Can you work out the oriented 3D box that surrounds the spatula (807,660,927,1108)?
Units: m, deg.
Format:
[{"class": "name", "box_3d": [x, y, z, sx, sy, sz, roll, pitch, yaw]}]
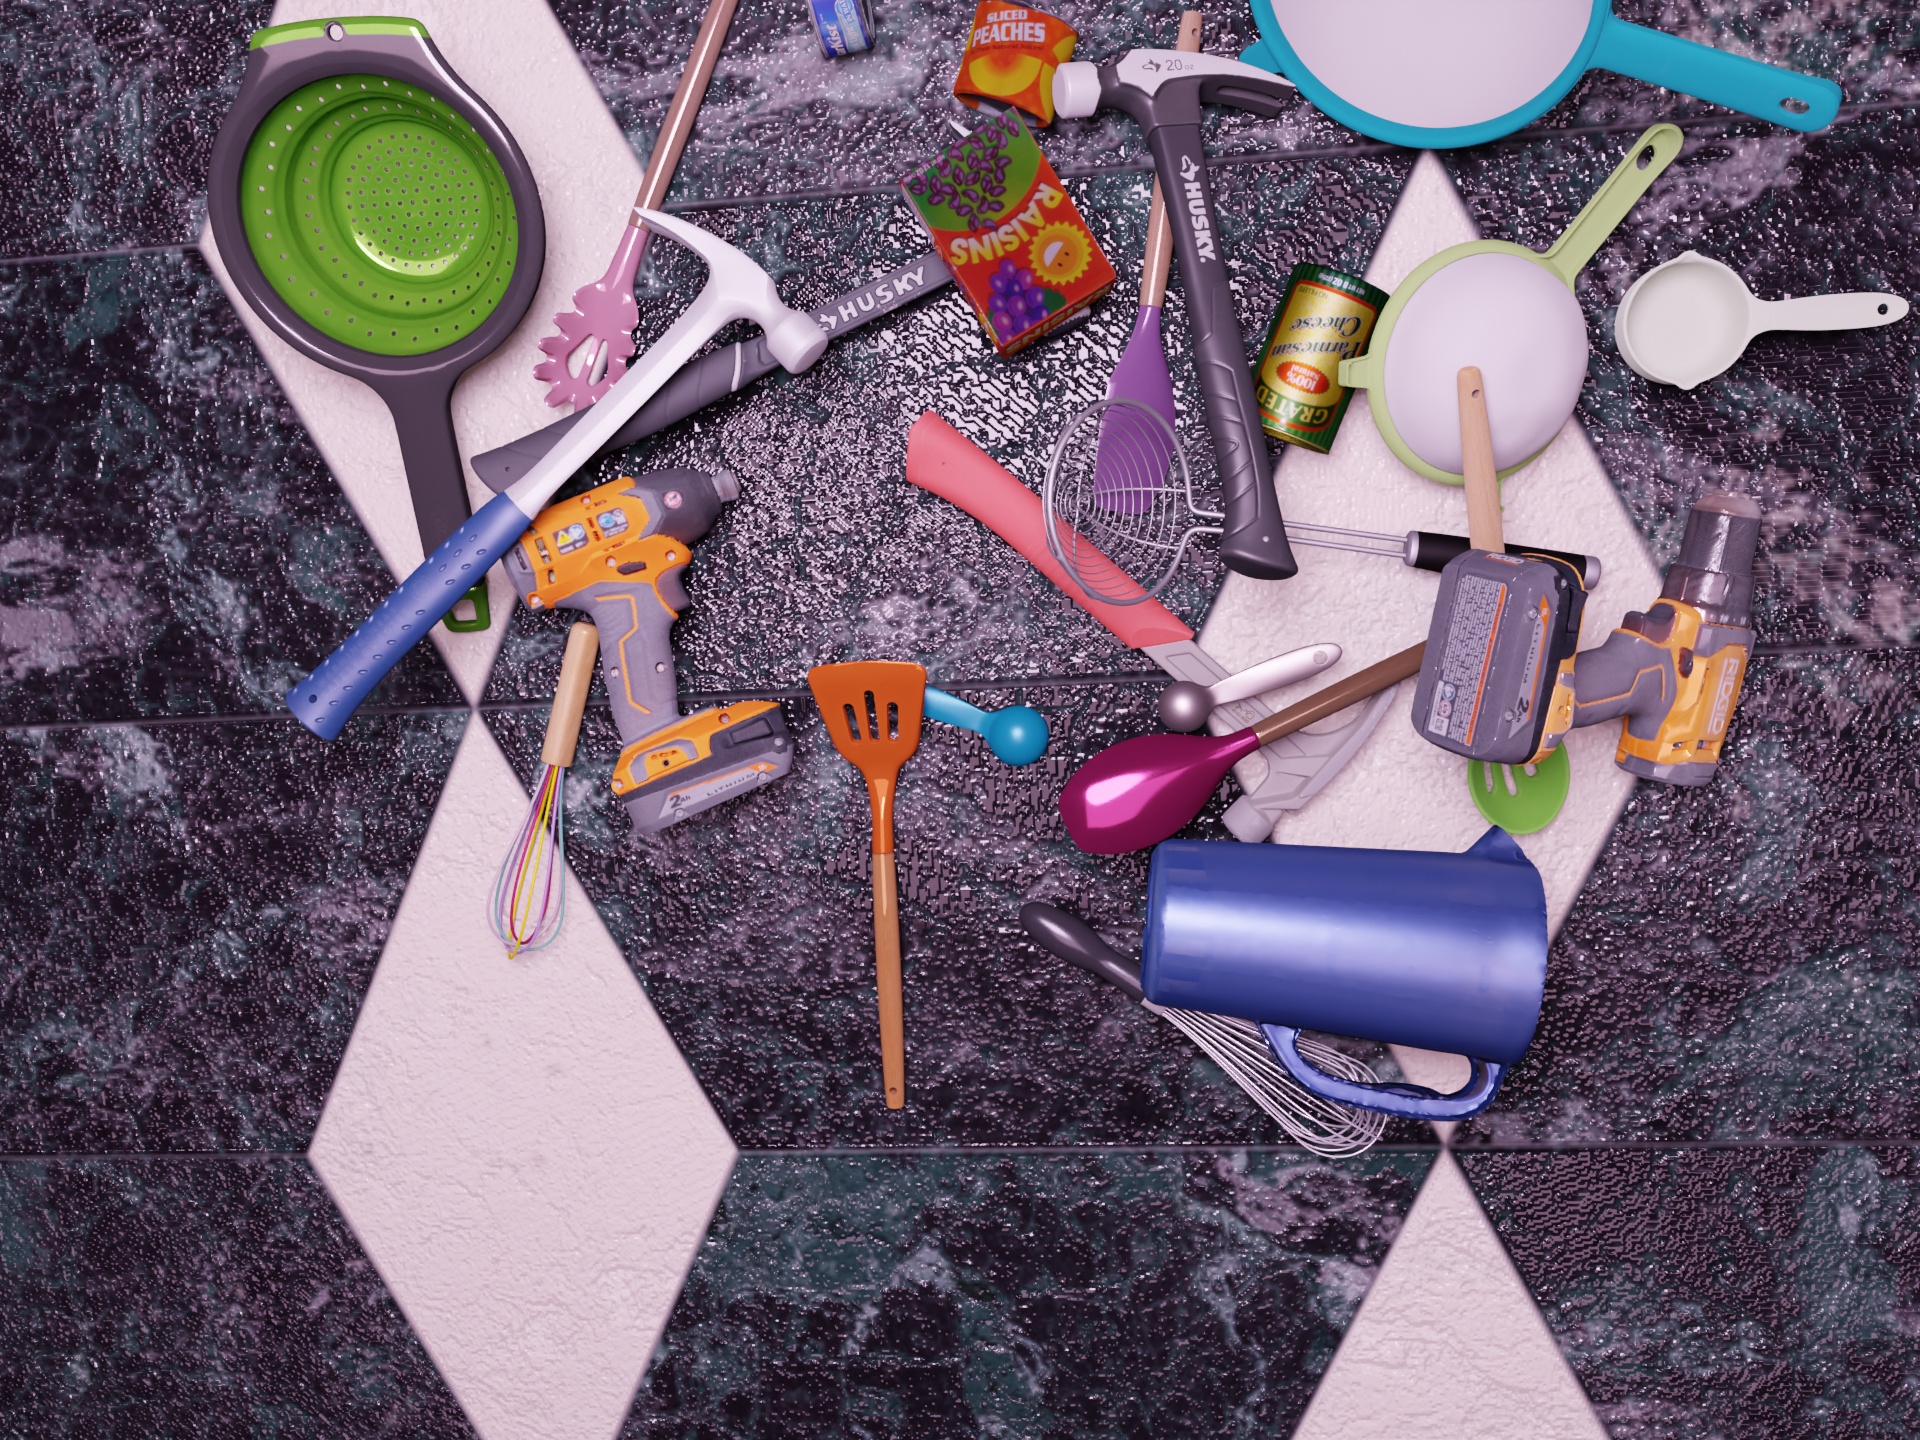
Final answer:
[{"class": "spatula", "box_3d": [-0.054, 0.116, 1.096, 0.081, 0.041, 0.322, -2, 99, 6]}]

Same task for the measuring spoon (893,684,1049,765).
[{"class": "measuring spoon", "box_3d": [-0.002, -0.003, 1.081, 0.128, 0.021, 0.042, 21, 100, 2]}]

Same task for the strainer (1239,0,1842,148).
[{"class": "strainer", "box_3d": [0.336, -0.423, 0.908, 0.340, 0.210, 0.095, 24, 62, 12]}]

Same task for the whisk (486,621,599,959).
[{"class": "whisk", "box_3d": [-0.286, 0.052, 1.114, 0.051, 0.047, 0.245, 15, 96, 5]}]

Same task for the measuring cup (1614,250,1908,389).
[{"class": "measuring cup", "box_3d": [0.491, -0.248, 0.983, 0.167, 0.038, 0.083, -2, 98, 5]}]

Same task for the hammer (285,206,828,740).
[{"class": "hammer", "box_3d": [-0.275, -0.148, 1.005, 0.405, 0.035, 0.144, -44, 85, 2]}]

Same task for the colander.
[{"class": "colander", "box_3d": [-0.360, -0.256, 1.064, 0.204, 0.095, 0.396, -5, 116, -1]}]

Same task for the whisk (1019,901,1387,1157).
[{"class": "whisk", "box_3d": [0.162, 0.204, 1.080, 0.284, 0.070, 0.070, 32, 101, 7]}]

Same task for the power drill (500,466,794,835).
[{"class": "power drill", "box_3d": [-0.191, -0.055, 1.064, 0.164, 0.084, 0.226, -24, 91, -7]}]

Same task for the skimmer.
[{"class": "skimmer", "box_3d": [0.228, -0.117, 0.986, 0.363, 0.090, 0.127, 8, 89, -2]}]

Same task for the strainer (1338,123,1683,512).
[{"class": "strainer", "box_3d": [0.362, -0.255, 0.961, 0.151, 0.069, 0.256, 37, 96, -21]}]

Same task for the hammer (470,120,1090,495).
[{"class": "hammer", "box_3d": [-0.130, -0.244, 1.033, 0.409, 0.036, 0.149, -25, 93, 2]}]

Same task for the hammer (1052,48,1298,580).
[{"class": "hammer", "box_3d": [0.157, -0.246, 0.959, 0.146, 0.035, 0.335, -8, 81, -12]}]

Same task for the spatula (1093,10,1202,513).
[{"class": "spatula", "box_3d": [0.128, -0.291, 1.023, 0.059, 0.018, 0.316, 3, 97, -29]}]

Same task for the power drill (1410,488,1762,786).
[{"class": "power drill", "box_3d": [0.392, -0.055, 0.959, 0.226, 0.084, 0.185, 3, 103, -29]}]

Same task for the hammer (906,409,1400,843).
[{"class": "hammer", "box_3d": [0.112, -0.084, 1.050, 0.359, 0.037, 0.149, 41, 100, -1]}]

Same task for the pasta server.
[{"class": "pasta server", "box_3d": [-0.203, -0.351, 1.049, 0.060, 0.040, 0.316, 22, 99, -10]}]

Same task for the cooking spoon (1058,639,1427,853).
[{"class": "cooking spoon", "box_3d": [0.211, -0.001, 1.014, 0.319, 0.017, 0.069, -26, 89, 0]}]

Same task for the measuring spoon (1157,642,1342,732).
[{"class": "measuring spoon", "box_3d": [0.187, -0.024, 1.024, 0.124, 0.018, 0.034, -21, 96, 8]}]

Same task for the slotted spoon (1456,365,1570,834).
[{"class": "slotted spoon", "box_3d": [0.333, -0.068, 0.986, 0.070, 0.031, 0.313, -18, 116, -5]}]
